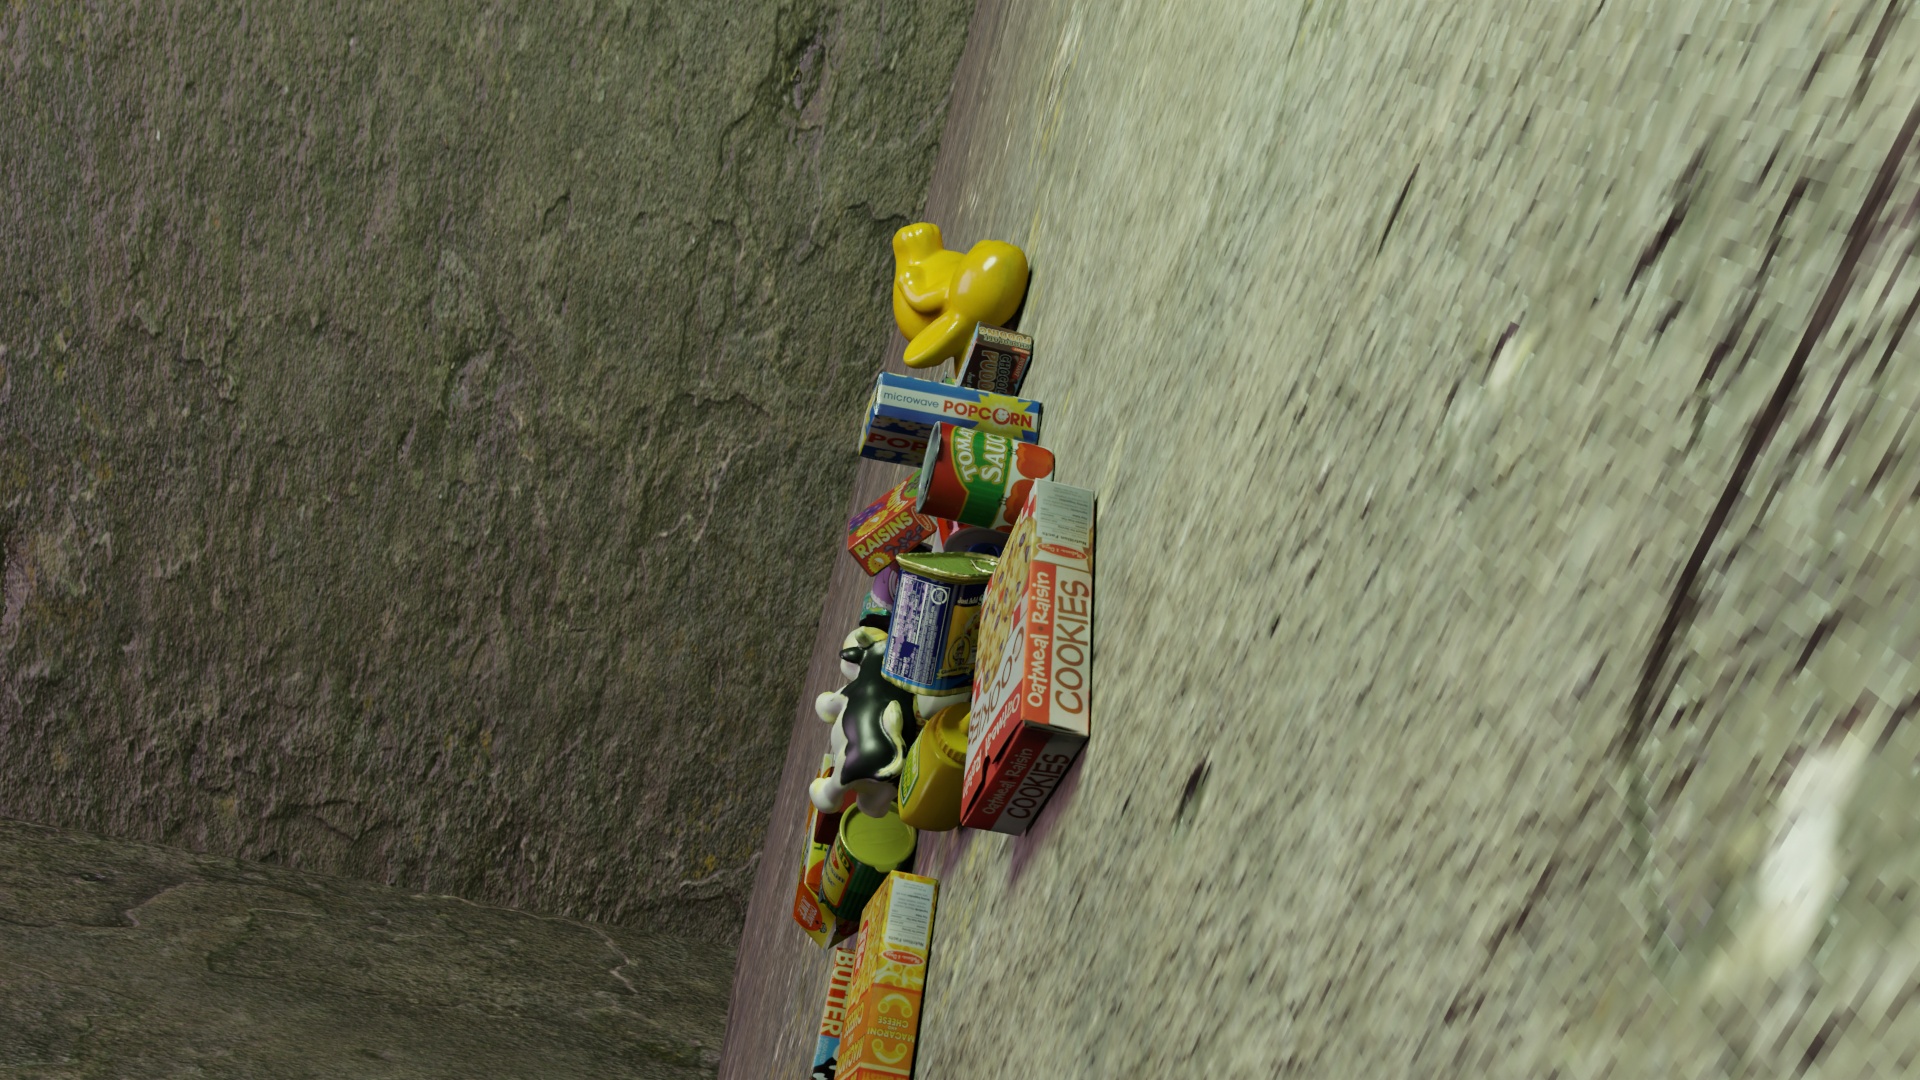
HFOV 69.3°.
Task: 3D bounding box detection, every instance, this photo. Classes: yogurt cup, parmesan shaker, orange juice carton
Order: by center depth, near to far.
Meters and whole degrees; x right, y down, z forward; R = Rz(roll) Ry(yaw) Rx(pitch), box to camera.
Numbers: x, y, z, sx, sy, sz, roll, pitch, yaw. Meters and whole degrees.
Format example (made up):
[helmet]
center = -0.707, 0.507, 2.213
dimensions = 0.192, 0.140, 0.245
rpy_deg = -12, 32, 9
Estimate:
[yogurt cup]
center = 0.013, -0.016, 1.030
dimensions = 0.072, 0.072, 0.054
rpy_deg = 113, 159, -51
[parmesan shaker]
center = -0.081, 0.280, 1.201
dimensions = 0.102, 0.071, 0.072
rpy_deg = 111, 169, -45
[orange juice carton]
center = -0.119, 0.316, 1.383
dimensions = 0.071, 0.073, 0.194
rpy_deg = 112, 168, -46

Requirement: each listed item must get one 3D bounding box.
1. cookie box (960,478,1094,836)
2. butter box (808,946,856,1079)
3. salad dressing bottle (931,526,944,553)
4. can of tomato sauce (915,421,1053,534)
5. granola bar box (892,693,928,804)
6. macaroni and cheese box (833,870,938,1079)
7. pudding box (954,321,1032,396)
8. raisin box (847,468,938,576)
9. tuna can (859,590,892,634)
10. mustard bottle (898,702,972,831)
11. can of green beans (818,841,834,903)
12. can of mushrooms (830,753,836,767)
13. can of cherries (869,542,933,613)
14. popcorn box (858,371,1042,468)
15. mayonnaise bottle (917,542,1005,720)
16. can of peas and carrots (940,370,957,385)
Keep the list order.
[cookie box]
center = 0.038, 0.067, 0.799
dimensions = 0.122, 0.040, 0.168
rpy_deg = 113, 167, -50
[butter box]
center = -0.085, 0.383, 1.115
dimensions = 0.024, 0.053, 0.104
rpy_deg = 120, 162, -74
[salad dressing bottle]
center = 0.004, -0.015, 1.161
dimensions = 0.064, 0.044, 0.147
rpy_deg = 153, 130, -82
[can of tomato sauce]
center = 0.017, -0.043, 0.967
dimensions = 0.071, 0.083, 0.071
rpy_deg = -165, 87, -82
[granola bar box]
center = -0.039, 0.148, 1.210
dimensions = 0.164, 0.039, 0.125
rpy_deg = 113, 166, -54
[macaroni and cheese box]
center = -0.058, 0.345, 1.029
dimensions = 0.123, 0.040, 0.167
rpy_deg = 116, 165, -57
[pudding box]
center = 0.027, -0.142, 1.179
dimensions = 0.083, 0.050, 0.030
rpy_deg = 113, 169, -48
[raisin box]
center = -0.048, -0.027, 1.319
dimensions = 0.123, 0.040, 0.086
rpy_deg = -35, 19, 8
[tuna can]
center = -0.072, 0.077, 1.443
dimensions = 0.070, 0.071, 0.033
rpy_deg = 118, 163, -62
[mustard bottle]
center = -0.006, 0.147, 0.951
dimensions = 0.159, 0.049, 0.065
rpy_deg = 114, 165, -54
[can of green beans]
center = -0.097, 0.309, 1.290
dimensions = 0.071, 0.058, 0.071
rpy_deg = -164, 87, -82
[can of mushrooms]
center = -0.096, 0.222, 1.391
dimensions = 0.033, 0.071, 0.071
rpy_deg = 111, 169, -53
[can of cherries]
center = -0.050, 0.037, 1.371
dimensions = 0.072, 0.071, 0.058
rpy_deg = -100, 25, -70
[popcorn box]
center = -0.010, -0.085, 1.066
dimensions = 0.085, 0.127, 0.038
rpy_deg = 121, 157, -67
[mayonnaise bottle]
center = 0.004, 0.068, 1.034
dimensions = 0.065, 0.041, 0.147
rpy_deg = -84, 10, -53
[can of peas and carrots]
center = 0.005, -0.111, 1.246
dimensions = 0.071, 0.059, 0.071
rpy_deg = -164, 87, -82
